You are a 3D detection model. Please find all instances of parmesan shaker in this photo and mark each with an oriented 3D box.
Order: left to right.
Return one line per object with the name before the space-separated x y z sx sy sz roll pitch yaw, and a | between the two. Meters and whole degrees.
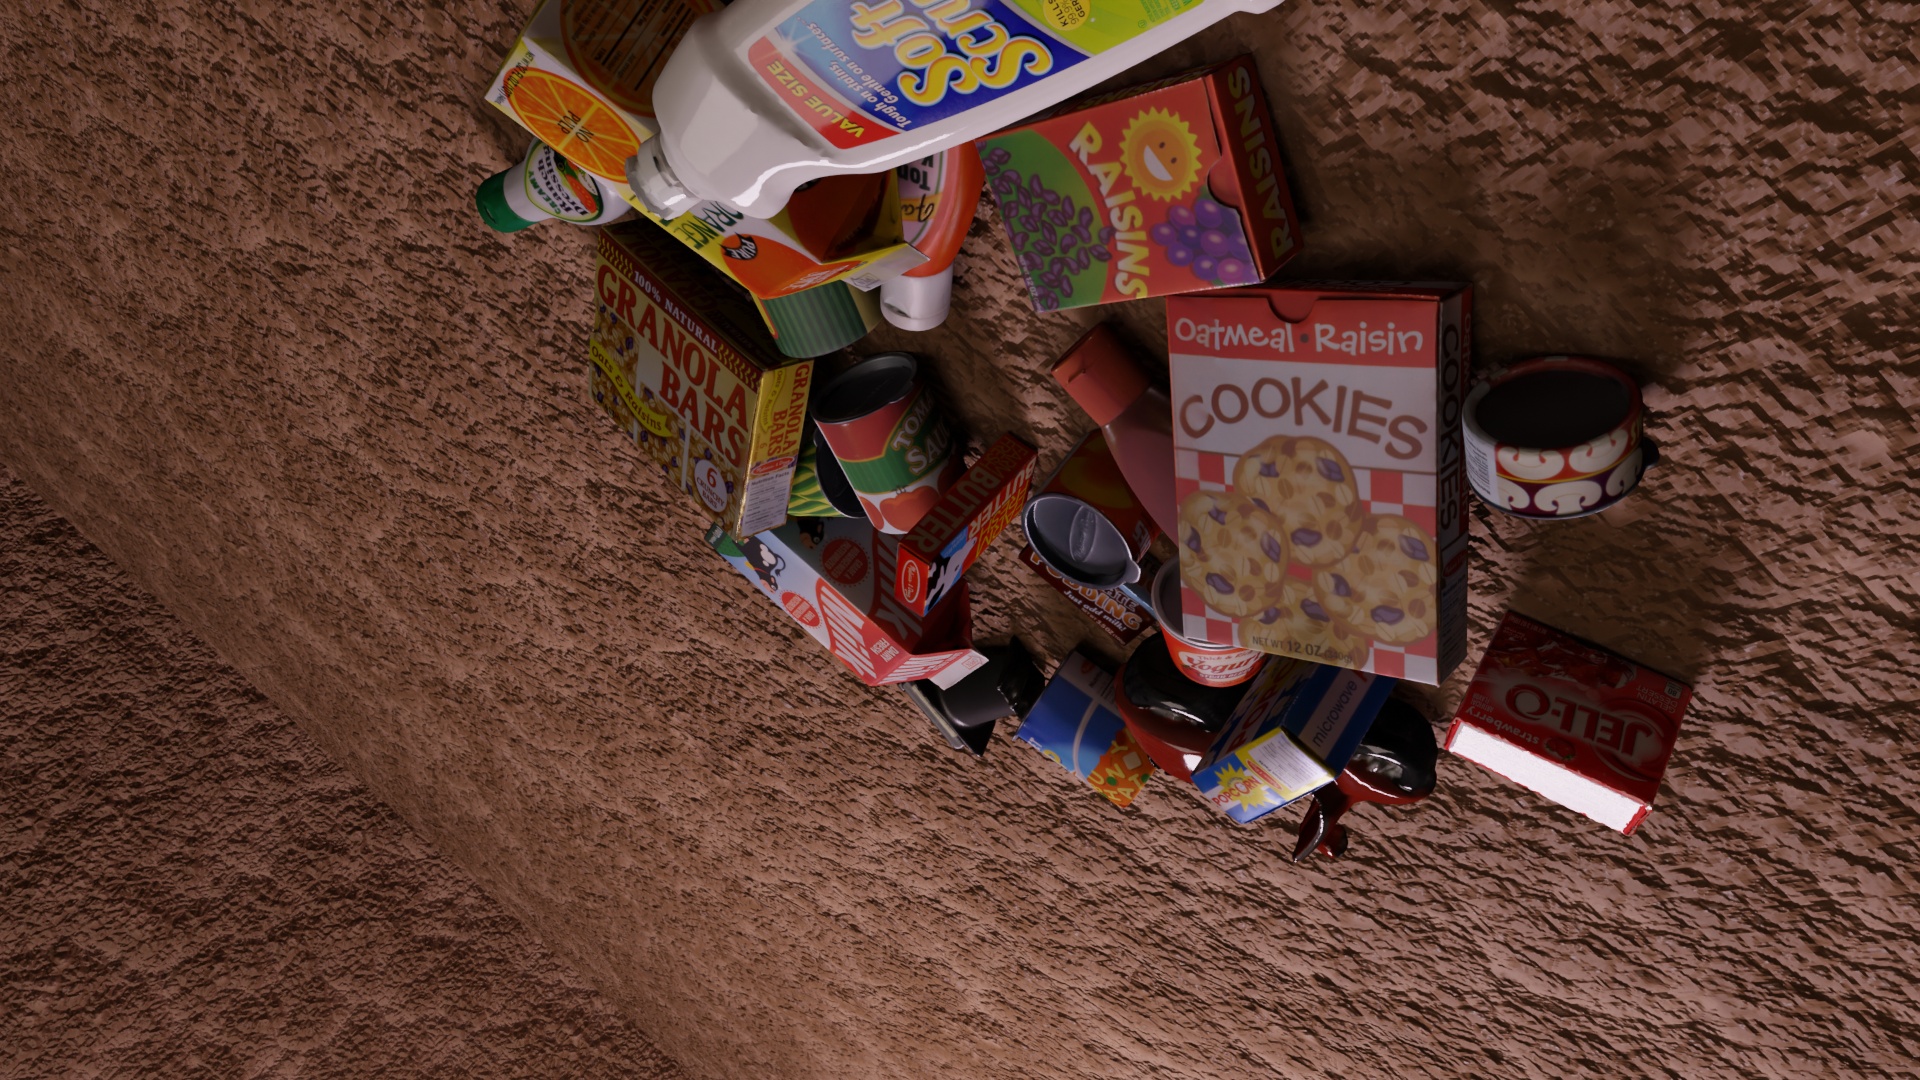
parmesan shaker | -0.087 -0.153 0.723 0.071 0.072 0.102 9 135 38

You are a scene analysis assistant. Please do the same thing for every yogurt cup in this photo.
yogurt cup | 0.137 0.042 0.740 0.072 0.073 0.053 22 151 25

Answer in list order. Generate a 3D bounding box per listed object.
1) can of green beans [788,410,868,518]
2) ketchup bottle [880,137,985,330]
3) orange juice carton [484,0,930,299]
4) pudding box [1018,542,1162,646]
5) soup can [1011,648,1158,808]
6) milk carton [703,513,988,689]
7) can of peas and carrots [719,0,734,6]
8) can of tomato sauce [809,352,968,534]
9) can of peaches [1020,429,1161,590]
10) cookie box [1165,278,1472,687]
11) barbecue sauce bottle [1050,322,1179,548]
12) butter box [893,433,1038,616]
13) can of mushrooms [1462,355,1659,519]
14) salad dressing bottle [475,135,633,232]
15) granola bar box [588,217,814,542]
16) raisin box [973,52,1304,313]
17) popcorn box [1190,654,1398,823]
can of green beans | -0.081 -0.047 0.847 0.058 0.071 0.071 2 131 44
ketchup bottle | -0.019 -0.167 0.667 0.065 0.044 0.148 31 147 19
orange juice carton | -0.102 -0.174 0.616 0.192 0.073 0.071 35 160 -24
pudding box | 0.080 0.017 0.797 0.084 0.030 0.049 40 146 0
soup can | 0.085 0.121 0.878 0.084 0.072 0.071 35 146 8
milk carton | -0.067 0.026 0.913 0.190 0.074 0.072 42 146 -4
can of peas and carrots | -0.113 -0.256 0.628 0.058 0.071 0.070 4 133 43
can of tomato sauce | -0.037 -0.055 0.795 0.071 0.071 0.082 6 135 41
can of peaches | 0.077 -0.016 0.736 0.071 0.058 0.071 25 143 21
cookie box | 0.155 -0.029 0.607 0.123 0.040 0.166 9 114 37
barbecue sauce bottle | 0.107 -0.042 0.687 0.148 0.044 0.064 46 132 -7
butter box | 0.003 -0.010 0.775 0.024 0.104 0.052 33 148 17
can of mushrooms | 0.234 -0.042 0.545 0.071 0.071 0.033 10 136 37
salad dressing bottle | -0.239 -0.214 0.826 0.147 0.044 0.064 -2 125 46
granola bar box | -0.160 -0.097 0.825 0.166 0.039 0.123 41 134 29
raisin box | 0.074 -0.148 0.589 0.123 0.040 0.086 0 119 44
popcorn box | 0.175 0.074 0.682 0.038 0.127 0.084 42 147 3
